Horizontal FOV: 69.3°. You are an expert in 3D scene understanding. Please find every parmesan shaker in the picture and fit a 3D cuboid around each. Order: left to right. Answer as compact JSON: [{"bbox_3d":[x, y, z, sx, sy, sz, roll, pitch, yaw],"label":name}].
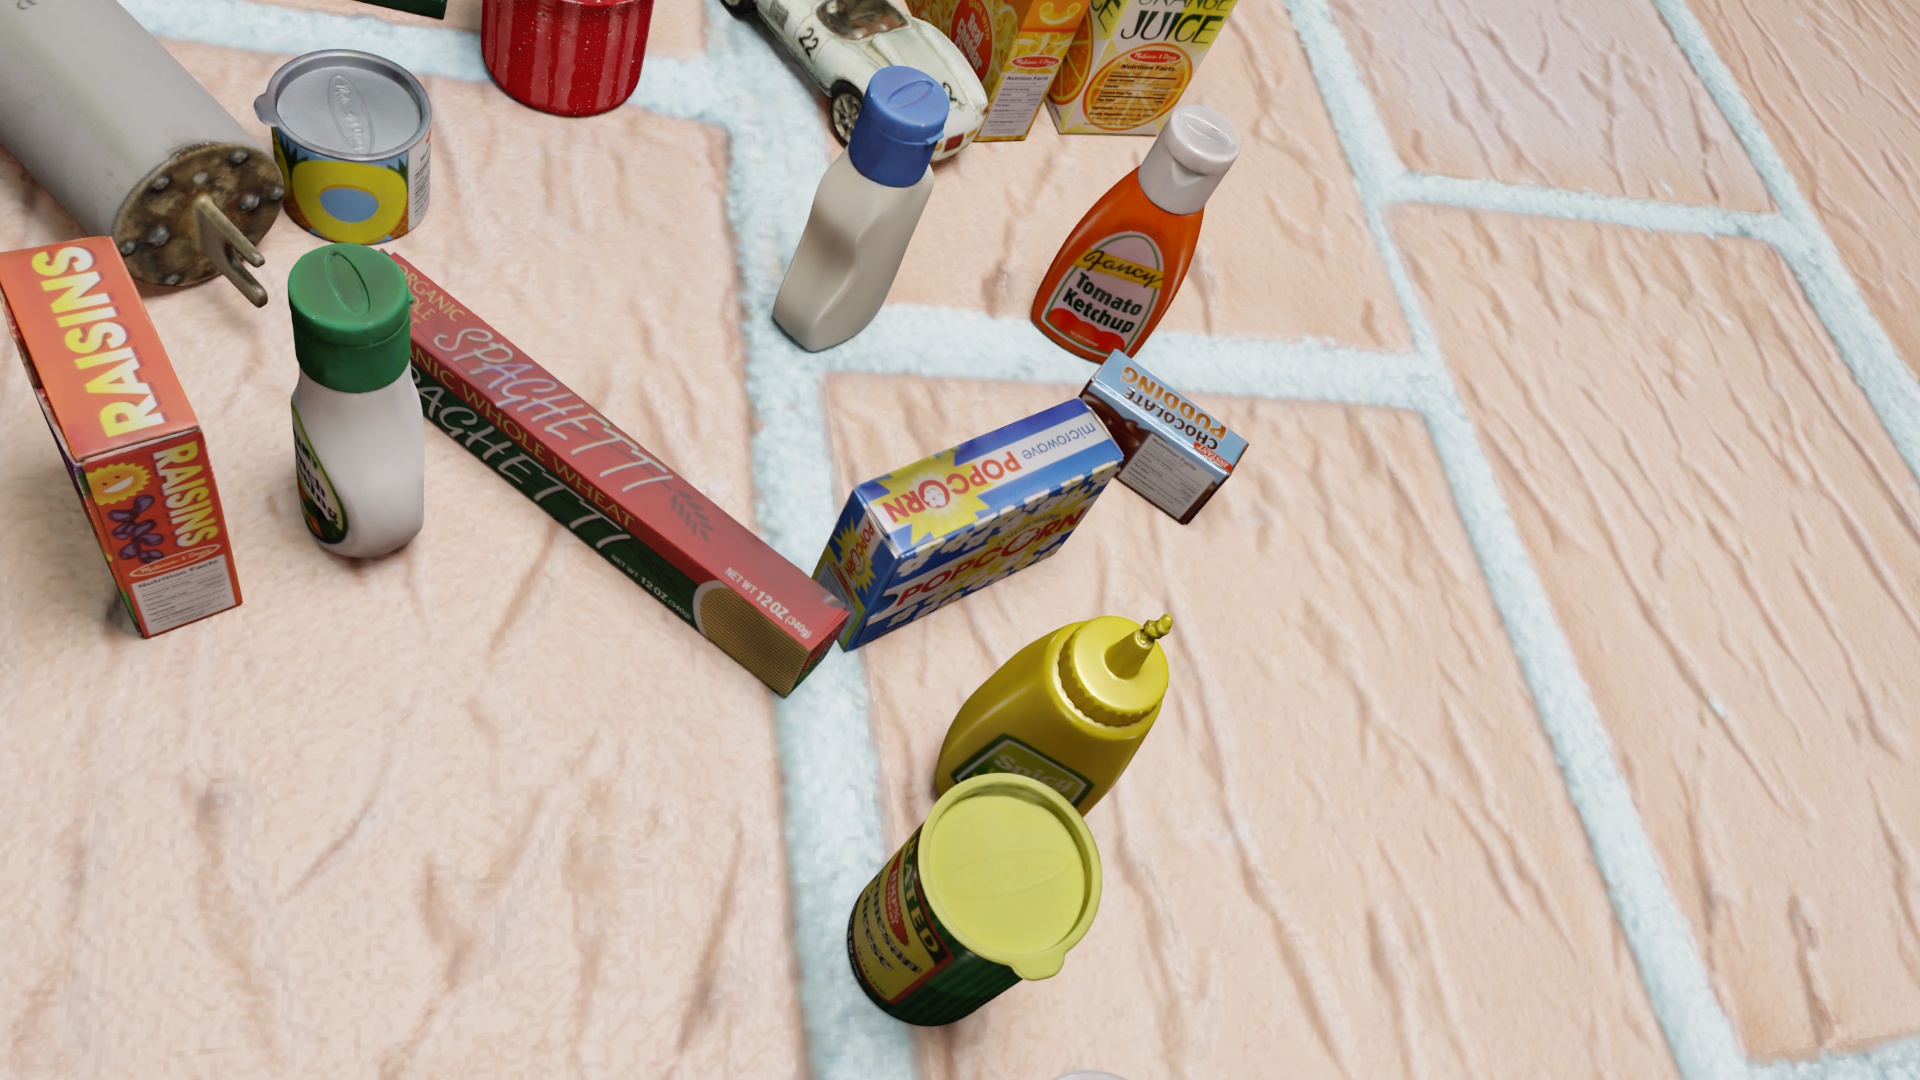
[{"bbox_3d":[0.002,0.137,0.508,0.071,0.102,0.071,10,57,-16],"label":"parmesan shaker"}]

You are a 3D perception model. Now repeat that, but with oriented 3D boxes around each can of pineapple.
[{"bbox_3d":[-0.275,-0.176,0.624,0.071,0.057,0.071,10,57,-16],"label":"can of pineapple"}]

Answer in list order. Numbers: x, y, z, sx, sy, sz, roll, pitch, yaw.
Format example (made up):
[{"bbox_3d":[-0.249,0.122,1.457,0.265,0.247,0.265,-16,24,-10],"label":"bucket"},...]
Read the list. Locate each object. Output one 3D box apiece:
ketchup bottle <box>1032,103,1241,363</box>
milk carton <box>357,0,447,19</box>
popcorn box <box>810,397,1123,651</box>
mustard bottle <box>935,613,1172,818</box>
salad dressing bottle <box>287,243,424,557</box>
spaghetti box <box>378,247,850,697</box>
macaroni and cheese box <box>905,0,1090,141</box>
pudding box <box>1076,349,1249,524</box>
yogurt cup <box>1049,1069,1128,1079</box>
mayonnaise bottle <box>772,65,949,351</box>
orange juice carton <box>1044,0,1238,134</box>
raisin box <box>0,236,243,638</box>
[{"bbox_3d":[0.090,-0.152,0.695,0.065,0.148,0.044,26,54,-4],"label":"ketchup bottle"},{"bbox_3d":[-0.273,-0.349,0.650,0.073,0.189,0.072,7,58,-17],"label":"milk carton"},{"bbox_3d":[0.002,-0.008,0.610,0.127,0.084,0.038,-24,71,-31],"label":"popcorn box"},{"bbox_3d":[0.040,0.067,0.531,0.065,0.159,0.049,29,54,-3],"label":"mustard bottle"},{"bbox_3d":[-0.221,-0.048,0.509,0.044,0.147,0.064,-20,69,-30],"label":"salad dressing bottle"},{"bbox_3d":[-0.156,-0.028,0.582,0.250,0.050,0.029,38,54,4],"label":"spaghetti box"},{"bbox_3d":[0.027,-0.326,0.769,0.040,0.165,0.124,-10,64,-26],"label":"macaroni and cheese box"},{"bbox_3d":[0.095,-0.052,0.695,0.084,0.049,0.030,35,54,2],"label":"pudding box"},{"bbox_3d":[0.040,0.229,0.496,0.072,0.053,0.073,10,57,-16],"label":"yogurt cup"},{"bbox_3d":[-0.044,-0.152,0.643,0.041,0.147,0.065,43,54,8],"label":"mayonnaise bottle"},{"bbox_3d":[0.110,-0.323,0.783,0.073,0.191,0.072,-7,63,-25],"label":"orange juice carton"},{"bbox_3d":[-0.293,-0.033,0.487,0.040,0.122,0.086,-22,70,-31],"label":"raisin box"}]
